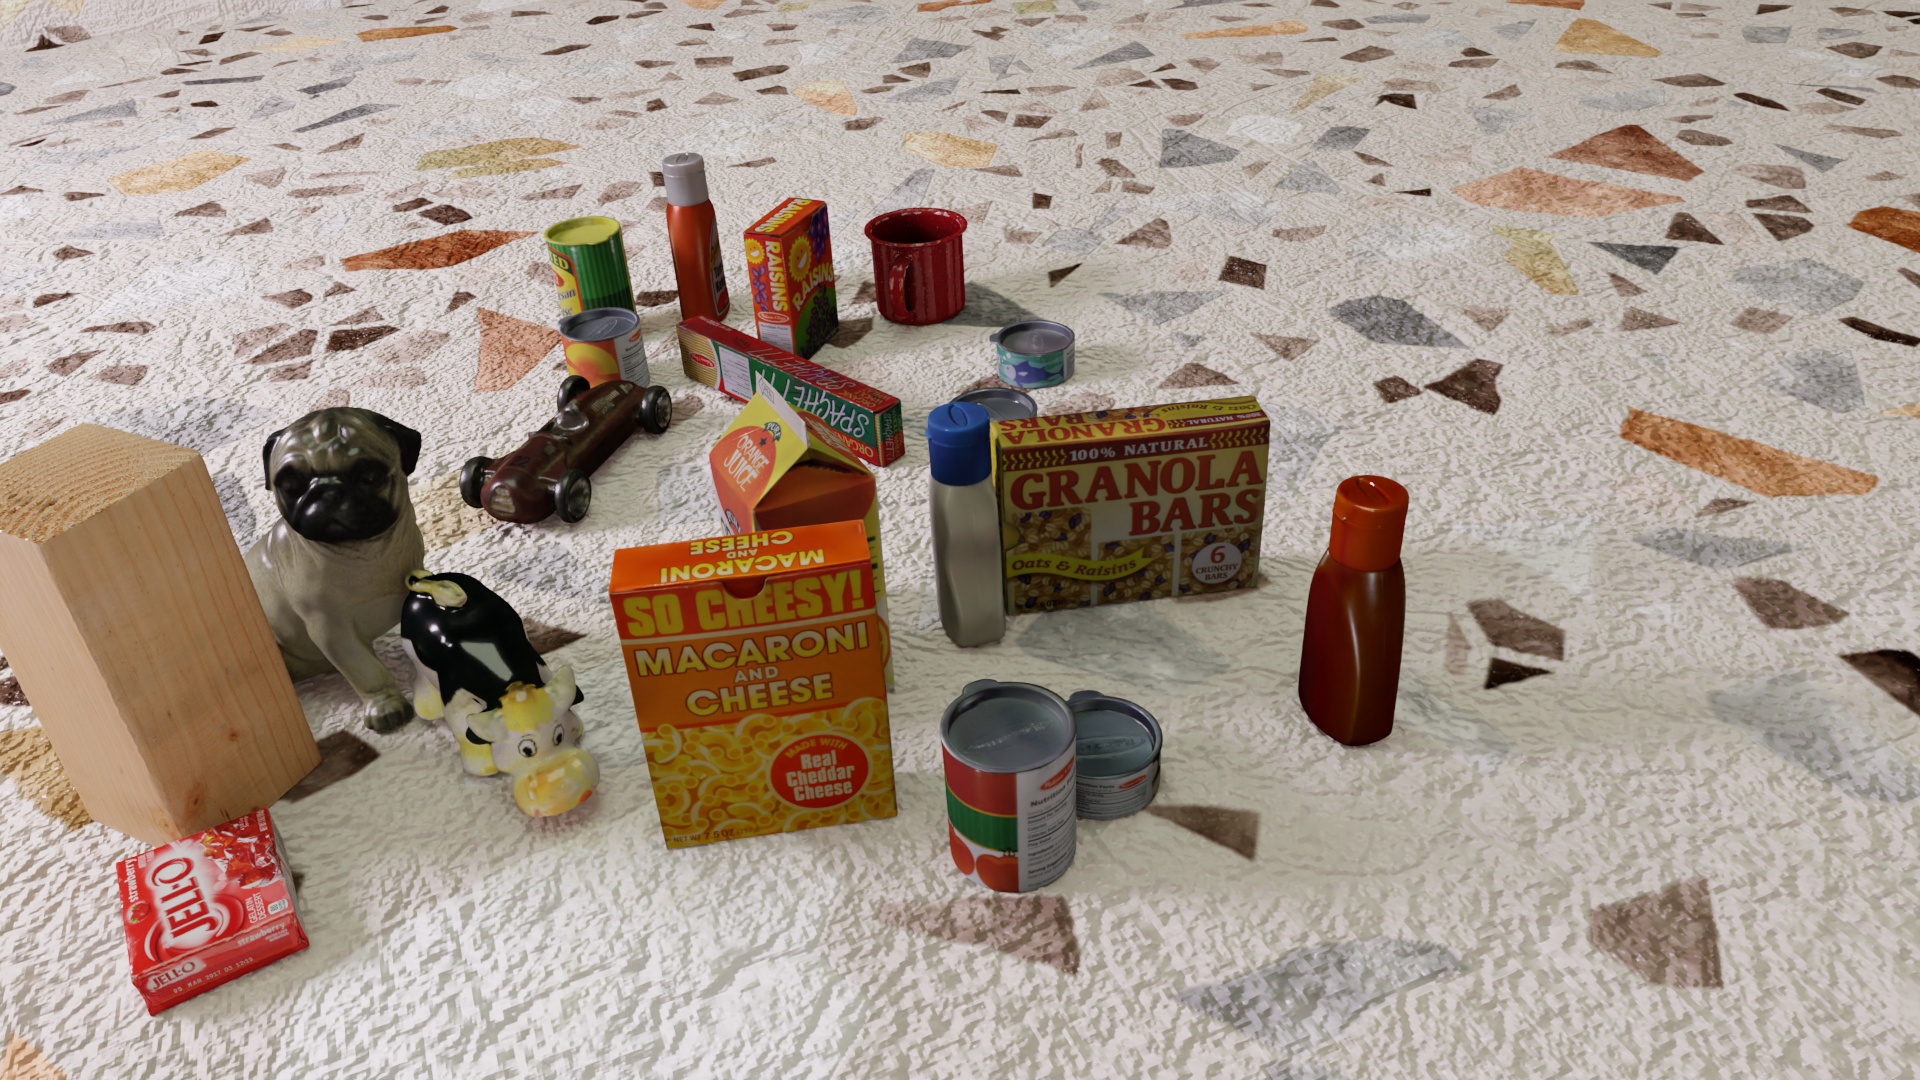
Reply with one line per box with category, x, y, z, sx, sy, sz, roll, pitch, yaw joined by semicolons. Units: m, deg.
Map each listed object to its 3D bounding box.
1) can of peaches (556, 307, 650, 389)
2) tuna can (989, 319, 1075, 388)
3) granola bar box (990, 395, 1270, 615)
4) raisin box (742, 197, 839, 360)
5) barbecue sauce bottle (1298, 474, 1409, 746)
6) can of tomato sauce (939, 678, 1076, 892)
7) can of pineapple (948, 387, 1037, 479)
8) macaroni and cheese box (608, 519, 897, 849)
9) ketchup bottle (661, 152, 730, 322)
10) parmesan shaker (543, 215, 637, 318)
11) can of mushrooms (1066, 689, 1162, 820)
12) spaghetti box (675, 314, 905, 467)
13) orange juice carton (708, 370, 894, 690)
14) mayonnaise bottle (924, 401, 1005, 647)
can of peaches;-0.299;-0.156;1.164;0.071;0.057;0.071;-2;33;2
tuna can;0.060;-0.155;1.153;0.071;0.032;0.071;-2;33;2
granola bar box;0.105;-0.021;0.865;0.166;0.123;0.039;-6;33;-5
raisin box;-0.143;-0.220;1.188;0.040;0.122;0.086;10;36;20
barbecue sauce bottle;0.213;0.037;0.747;0.044;0.147;0.065;-12;34;-12
can of tomato sauce;0.024;0.122;0.693;0.071;0.082;0.071;-2;33;2
can of pineapple;0.022;-0.071;1.007;0.071;0.057;0.071;-2;33;2
macaroni and cheese box;-0.099;0.076;0.699;0.124;0.165;0.040;-7;33;-6
ketchup bottle;-0.240;-0.272;1.252;0.043;0.148;0.065;-1;33;3
parmesan shaker;-0.325;-0.227;1.232;0.071;0.102;0.072;-2;33;2
can of mushrooms;0.074;0.114;0.745;0.071;0.033;0.071;-2;33;2
spaghetti box;-0.139;-0.122;1.106;0.250;0.050;0.029;26;43;37
orange juice carton;-0.090;0.003;0.784;0.073;0.191;0.072;-18;36;-21
mayonnaise bottle;0.003;-0.010;0.837;0.041;0.147;0.065;-10;34;-10
